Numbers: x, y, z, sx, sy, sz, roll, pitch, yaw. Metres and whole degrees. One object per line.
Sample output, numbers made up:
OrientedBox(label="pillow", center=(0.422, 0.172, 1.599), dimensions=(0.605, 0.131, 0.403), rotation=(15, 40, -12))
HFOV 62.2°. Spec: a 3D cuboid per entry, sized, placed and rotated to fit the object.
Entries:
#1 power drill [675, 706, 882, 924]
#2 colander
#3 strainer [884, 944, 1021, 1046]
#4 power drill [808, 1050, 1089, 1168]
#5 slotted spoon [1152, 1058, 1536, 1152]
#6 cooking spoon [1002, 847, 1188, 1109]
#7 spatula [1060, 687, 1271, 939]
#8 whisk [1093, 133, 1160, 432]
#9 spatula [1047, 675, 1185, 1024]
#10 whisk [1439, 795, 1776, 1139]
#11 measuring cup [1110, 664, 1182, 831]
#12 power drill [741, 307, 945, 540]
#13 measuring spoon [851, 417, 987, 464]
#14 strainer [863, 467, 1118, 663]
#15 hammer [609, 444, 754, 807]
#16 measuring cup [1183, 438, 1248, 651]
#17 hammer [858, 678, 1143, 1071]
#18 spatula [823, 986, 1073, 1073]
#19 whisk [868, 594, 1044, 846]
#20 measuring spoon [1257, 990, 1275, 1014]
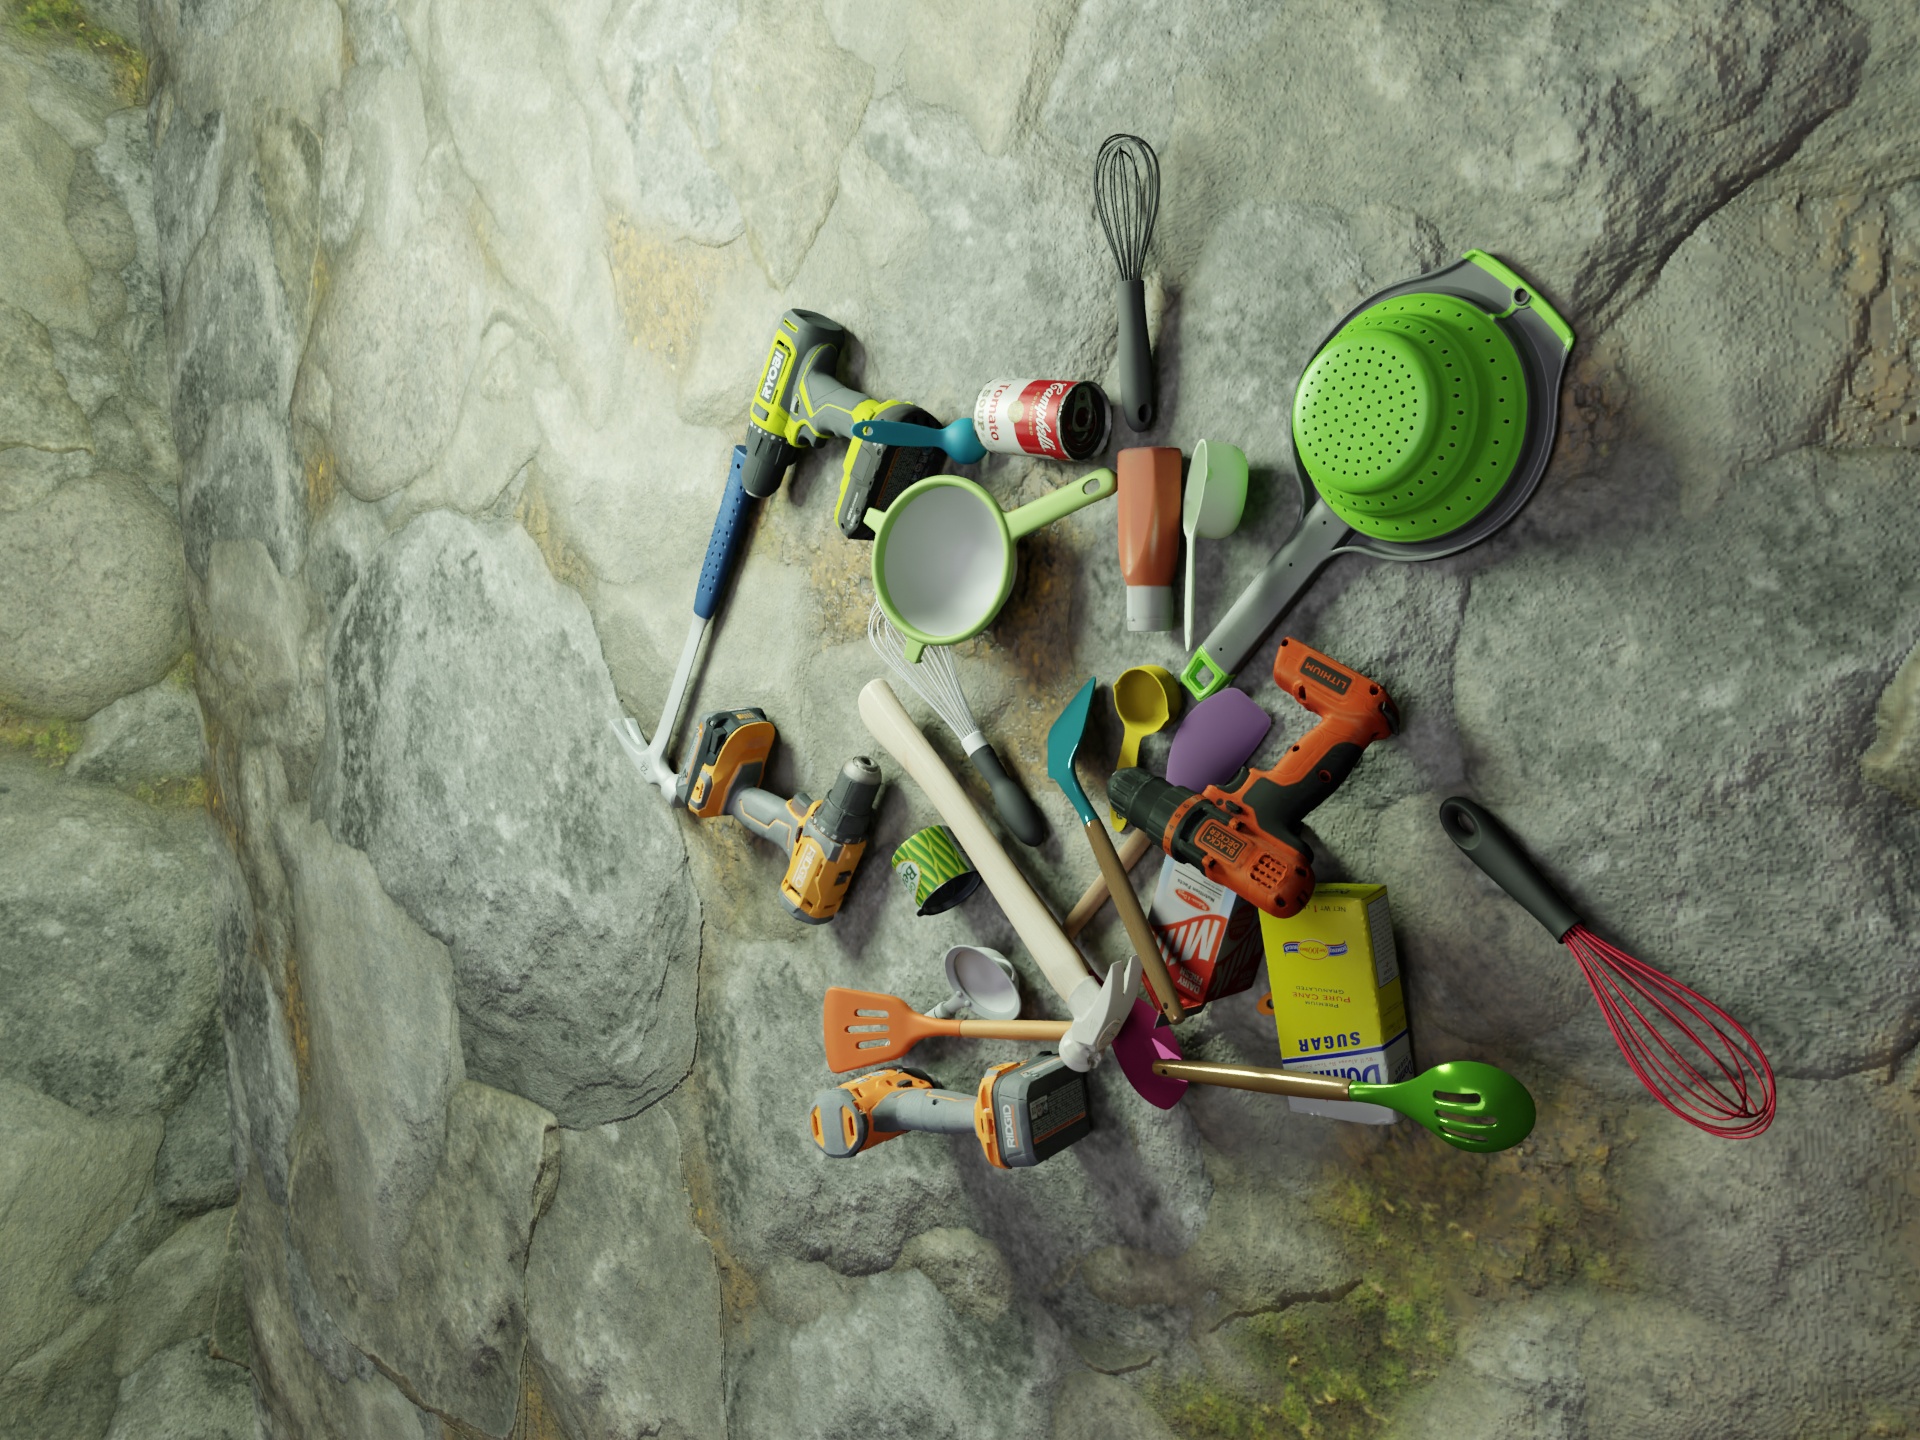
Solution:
OrientedBox(label="power drill", center=(-0.178, 0.072, 1.618), dimensions=(0.226, 0.084, 0.185), rotation=(40, 119, 29))
OrientedBox(label="colander", center=(0.262, -0.158, 1.160), dimensions=(0.205, 0.094, 0.397), rotation=(54, 126, 26))
OrientedBox(label="strainer", center=(-0.010, 0.270, 1.500), dimensions=(0.087, 0.050, 0.258), rotation=(49, 133, 3))
OrientedBox(label="power drill", center=(-0.002, 0.347, 1.437), dimensions=(0.226, 0.164, 0.084), rotation=(-8, 88, 31))
OrientedBox(label="slotted spoon", center=(0.269, 0.274, 1.179), dimensions=(0.314, 0.031, 0.070), rotation=(-4, 105, 45))
OrientedBox(label="cooking spoon", center=(0.095, 0.202, 1.381), dimensions=(0.319, 0.017, 0.068), rotation=(52, 127, 32))
OrientedBox(label="spatula", center=(0.155, 0.093, 1.338), dimensions=(0.060, 0.018, 0.315), rotation=(42, 123, 15))
OrientedBox(label="whisk", center=(0.141, -0.356, 1.297), dimensions=(0.055, 0.055, 0.239), rotation=(4, 102, 43))
OrientedBox(label="spatula", center=(0.126, 0.105, 1.294), dimensions=(0.082, 0.044, 0.318), rotation=(-53, 45, 39))
OrientedBox(label="whisk", center=(0.424, 0.156, 1.066), dimensions=(0.296, 0.073, 0.073), rotation=(53, 127, 35))
OrientedBox(label="measuring cup", center=(0.151, 0.024, 1.339), dimensions=(0.062, 0.029, 0.156), rotation=(32, 127, 37))
OrientedBox(label="power drill", center=(-0.126, -0.267, 1.537), dimensions=(0.229, 0.080, 0.190), rotation=(42, 121, 36))
OrientedBox(label="measuring spoon", center=(-0.033, -0.252, 1.416), dimensions=(0.021, 0.128, 0.042), rotation=(-142, 56, -70))
OrientedBox(label="strainer", center=(0.040, -0.159, 1.402), dimensions=(0.256, 0.069, 0.151), rotation=(-23, 78, 30))
OrientedBox(label="hammer", center=(-0.289, -0.109, 1.733), dimensions=(0.144, 0.035, 0.405), rotation=(39, 119, 34))
OrientedBox(label="measuring cup", center=(0.196, -0.134, 1.231), dimensions=(0.083, 0.038, 0.168), rotation=(118, 157, -81))
OrientedBox(label="hammer", center=(0.022, 0.106, 1.397), dimensions=(0.411, 0.038, 0.146), rotation=(54, 145, 31))
OrientedBox(label="spatula", center=(0.019, 0.280, 1.431), dimensions=(0.323, 0.041, 0.081), rotation=(-6, 84, 31))
OrientedBox(label="whisk", center=(-0.003, -0.005, 1.457), dimensions=(0.070, 0.070, 0.285), rotation=(-45, 69, 37))
OrientedBox(label="measuring spoon", center=(0.275, 0.208, 1.240), dimensions=(0.117, 0.011, 0.021), rotation=(-33, 71, 40))
